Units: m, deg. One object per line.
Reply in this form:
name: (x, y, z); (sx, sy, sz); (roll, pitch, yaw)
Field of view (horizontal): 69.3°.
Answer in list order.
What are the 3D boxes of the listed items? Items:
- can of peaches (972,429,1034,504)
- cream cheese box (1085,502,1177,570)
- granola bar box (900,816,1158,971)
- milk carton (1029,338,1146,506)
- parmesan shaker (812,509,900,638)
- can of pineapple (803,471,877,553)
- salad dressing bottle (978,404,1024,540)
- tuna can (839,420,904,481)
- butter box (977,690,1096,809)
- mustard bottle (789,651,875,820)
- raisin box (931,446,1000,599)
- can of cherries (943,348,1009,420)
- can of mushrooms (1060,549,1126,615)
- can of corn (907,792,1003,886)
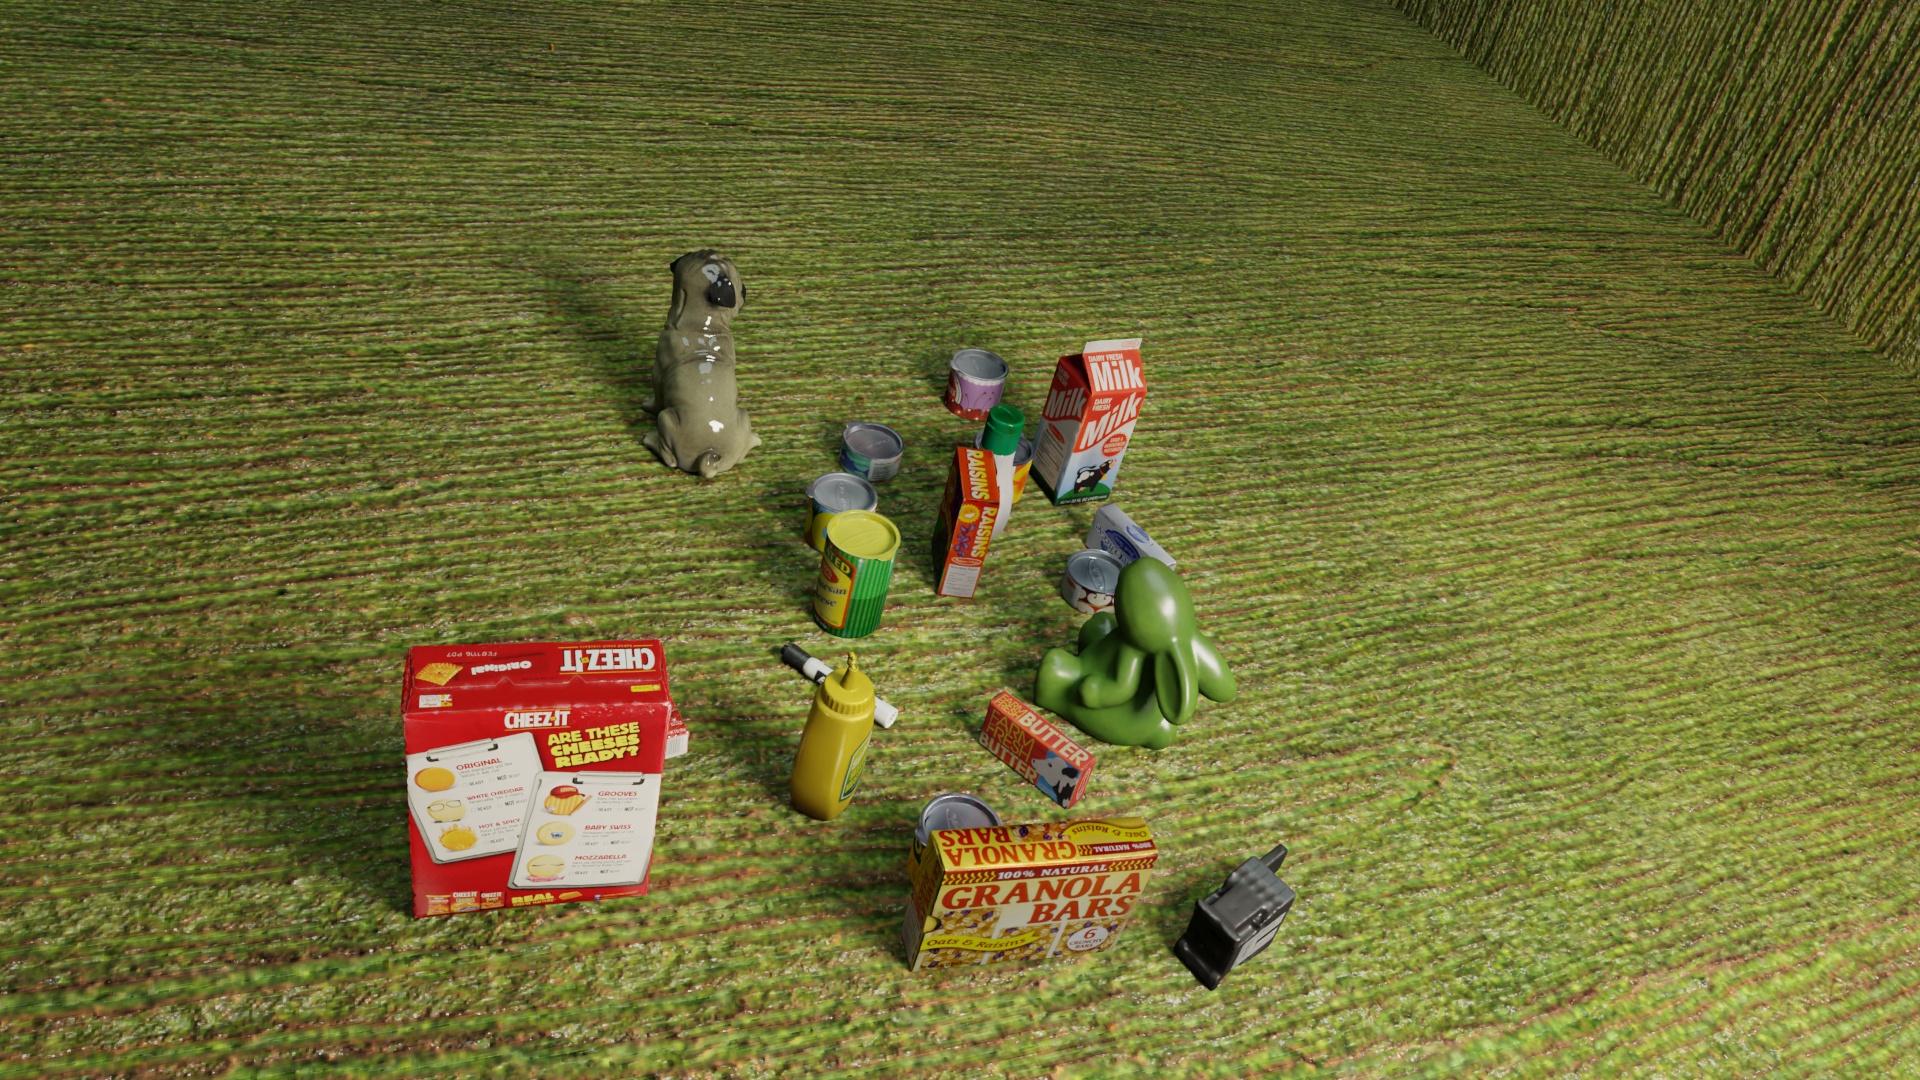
can of peaches: (0.042, -0.079, 1.490); (0.071, 0.057, 0.071); (9, 38, -7)
cream cheese box: (0.174, 0.013, 1.424); (0.024, 0.053, 0.104); (-16, 48, -34)
granola bar box: (0.049, 0.260, 1.021); (0.166, 0.123, 0.039); (0, 40, -19)
milk carton: (0.138, -0.134, 1.483); (0.072, 0.189, 0.074); (-9, 44, -28)
parmesan shaker: (-0.095, 0.034, 1.269); (0.071, 0.102, 0.072); (9, 38, -7)
can of pineapple: (-0.121, -0.026, 1.370); (0.071, 0.057, 0.071); (9, 38, -7)
salad dressing bottle: (0.031, -0.067, 1.399); (0.044, 0.146, 0.064); (-15, 47, -33)
tuna can: (-0.097, -0.096, 1.484); (0.071, 0.032, 0.071); (9, 38, -7)
butter box: (0.064, 0.178, 1.184); (0.104, 0.052, 0.024); (35, 42, 24)
mustard bottle: (-0.095, 0.148, 1.082); (0.049, 0.159, 0.066); (23, 39, 10)
raisin box: (0.005, -0.017, 1.348); (0.040, 0.122, 0.086); (7, 39, -10)
can of cherries: (0.015, -0.181, 1.606); (0.071, 0.058, 0.072); (9, 38, -7)
can of mushrooms: (0.137, 0.042, 1.392); (0.071, 0.033, 0.071); (9, 38, -7)
can of corn: (-0.007, 0.241, 1.079); (0.071, 0.058, 0.071); (9, 38, -7)
